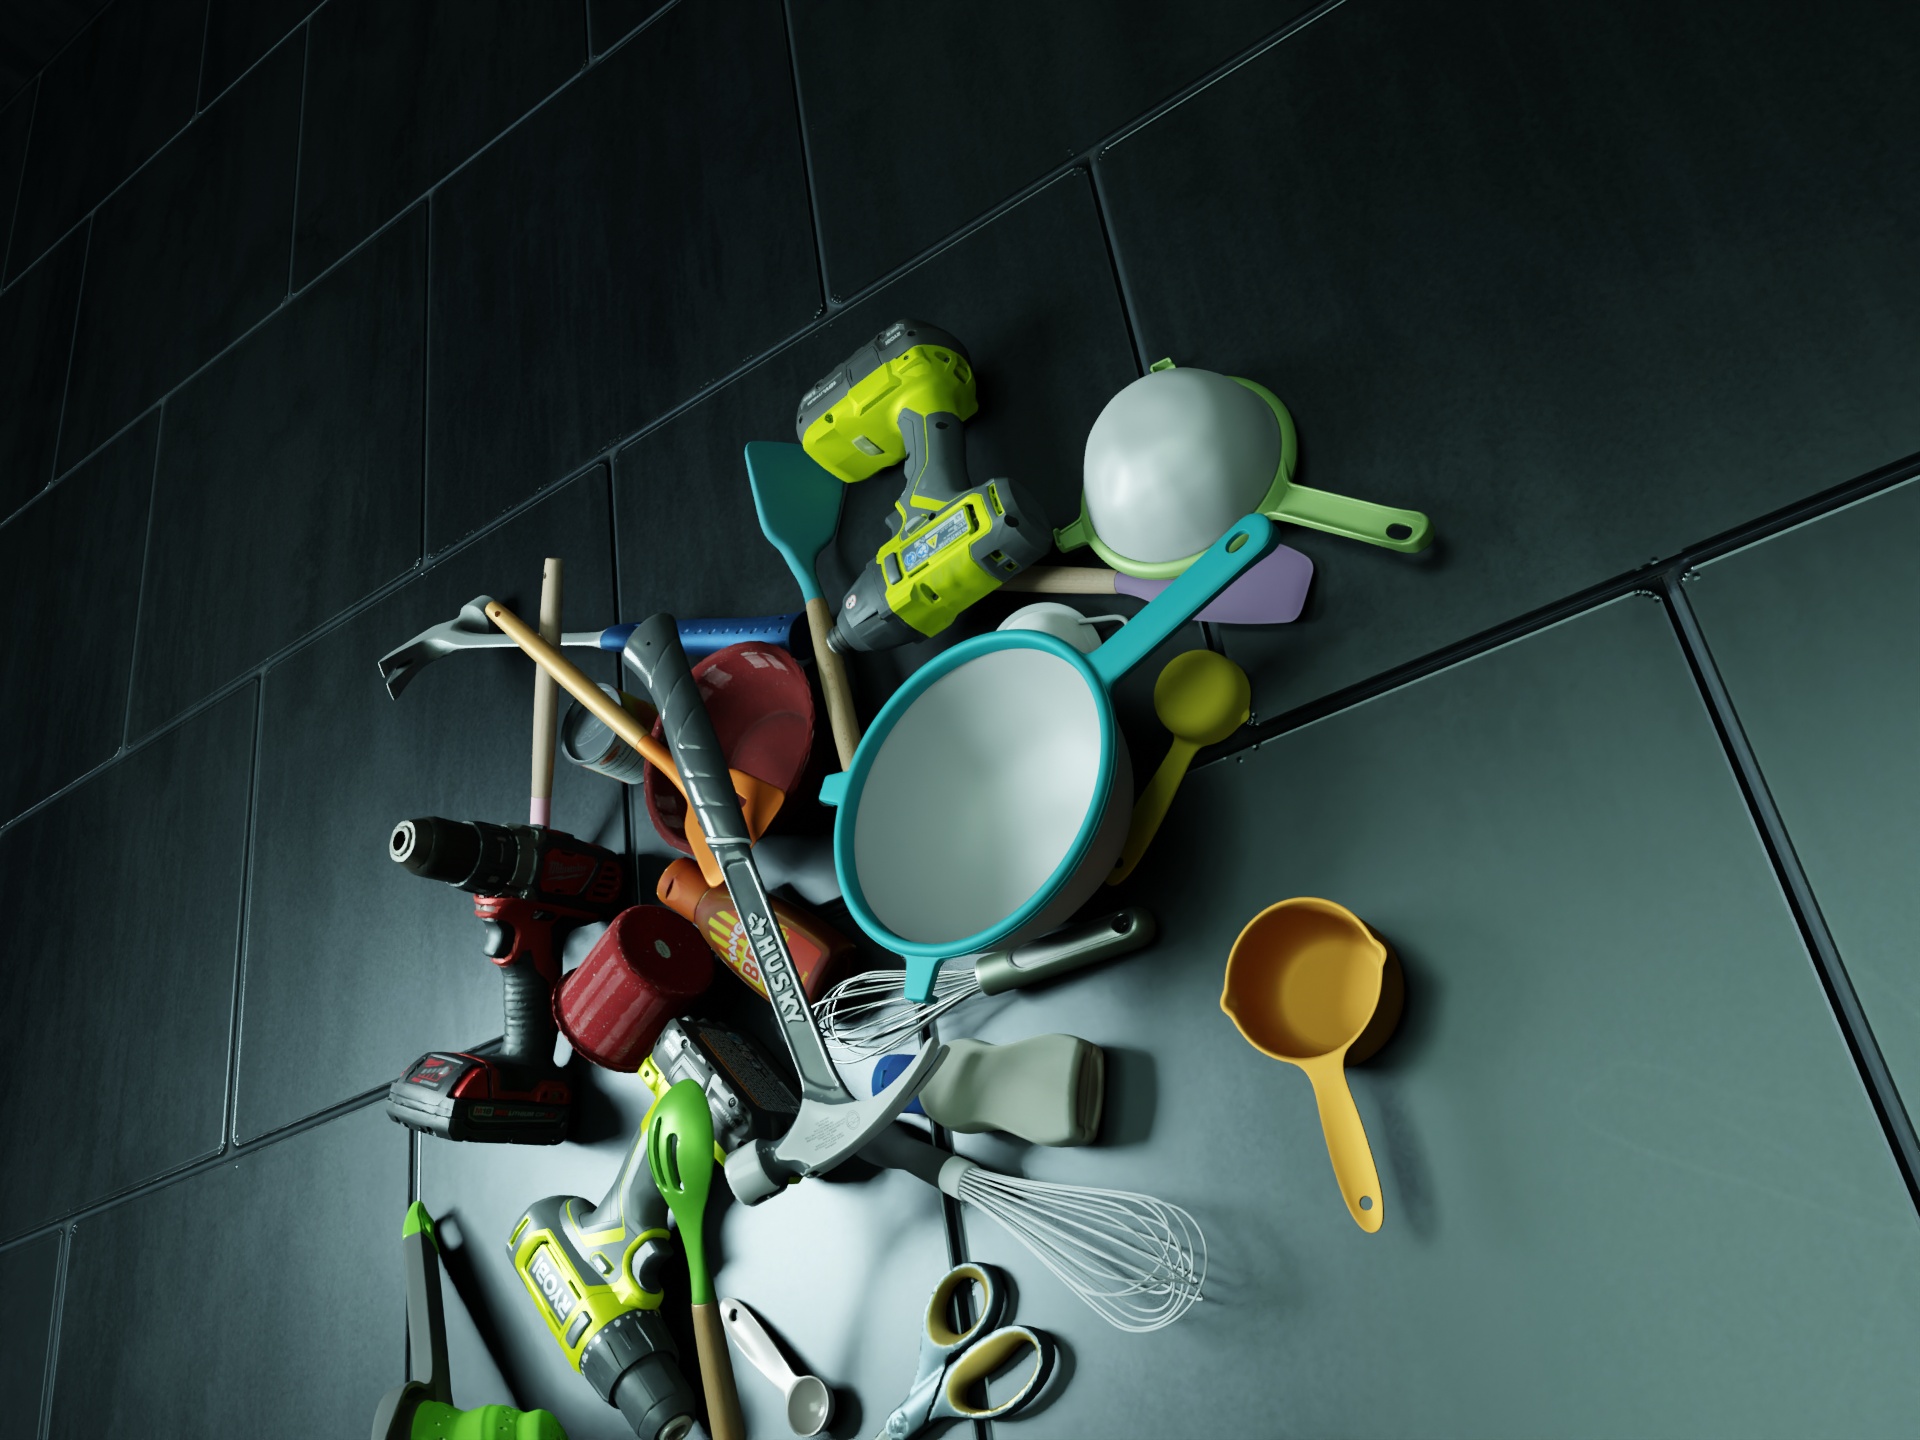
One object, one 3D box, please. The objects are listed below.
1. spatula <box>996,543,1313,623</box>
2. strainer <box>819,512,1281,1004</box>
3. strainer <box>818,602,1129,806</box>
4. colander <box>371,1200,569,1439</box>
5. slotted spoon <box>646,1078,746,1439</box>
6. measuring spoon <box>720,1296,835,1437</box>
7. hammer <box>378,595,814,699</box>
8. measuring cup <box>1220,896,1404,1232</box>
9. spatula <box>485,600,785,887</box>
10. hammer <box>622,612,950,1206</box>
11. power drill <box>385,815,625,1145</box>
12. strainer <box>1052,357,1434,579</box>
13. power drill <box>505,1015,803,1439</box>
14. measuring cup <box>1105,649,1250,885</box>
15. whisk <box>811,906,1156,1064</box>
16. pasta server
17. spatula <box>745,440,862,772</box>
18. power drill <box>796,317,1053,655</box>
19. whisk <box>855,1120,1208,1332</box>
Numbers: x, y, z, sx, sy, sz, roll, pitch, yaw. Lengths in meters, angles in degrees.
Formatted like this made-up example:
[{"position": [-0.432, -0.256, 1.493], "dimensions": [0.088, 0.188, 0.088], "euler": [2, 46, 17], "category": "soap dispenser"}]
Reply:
[{"position": [0.084, -0.094, 1.049], "dimensions": [0.316, 0.018, 0.060], "euler": [5, 68, 37], "category": "spatula"}, {"position": [0.075, 0.015, 0.958], "dimensions": [0.340, 0.095, 0.211], "euler": [-43, 44, 13], "category": "strainer"}, {"position": [-0.002, -0.003, 1.063], "dimensions": [0.258, 0.050, 0.087], "euler": [-32, 70, 26], "category": "strainer"}, {"position": [-0.314, 0.463, 1.064], "dimensions": [0.094, 0.204, 0.398], "euler": [-20, 36, -10], "category": "colander"}, {"position": [-0.148, 0.374, 0.953], "dimensions": [0.070, 0.031, 0.314], "euler": [-14, 86, 50], "category": "slotted spoon"}, {"position": [-0.115, 0.402, 0.998], "dimensions": [0.124, 0.018, 0.034], "euler": [29, 89, 47], "category": "measuring spoon"}, {"position": [-0.291, -0.062, 1.268], "dimensions": [0.405, 0.035, 0.144], "euler": [1, 28, 31], "category": "hammer"}, {"position": [0.199, 0.180, 0.831], "dimensions": [0.095, 0.052, 0.174], "euler": [-25, 60, 26], "category": "measuring cup"}, {"position": [-0.246, 0.000, 1.139], "dimensions": [0.323, 0.041, 0.081], "euler": [37, 89, 25], "category": "spatula"}, {"position": [-0.140, 0.092, 1.027], "dimensions": [0.149, 0.036, 0.409], "euler": [-29, 61, 6], "category": "hammer"}, {"position": [-0.342, 0.182, 1.144], "dimensions": [0.080, 0.187, 0.227], "euler": [2, 77, 38], "category": "power drill"}, {"position": [0.166, -0.153, 0.967], "dimensions": [0.257, 0.069, 0.151], "euler": [24, 80, 43], "category": "strainer"}, {"position": [-0.190, 0.330, 1.040], "dimensions": [0.191, 0.080, 0.228], "euler": [39, 99, 39], "category": "power drill"}, {"position": [0.121, 0.028, 0.963], "dimensions": [0.062, 0.029, 0.156], "euler": [26, 87, 40], "category": "measuring cup"}, {"position": [0.008, 0.160, 0.983], "dimensions": [0.246, 0.059, 0.058], "euler": [-22, 47, 22], "category": "whisk"}, {"position": [-0.329, 0.032, 1.227], "dimensions": [0.060, 0.040, 0.316], "euler": [17, 104, 51], "category": "pasta server"}, {"position": [-0.096, -0.071, 1.136], "dimensions": [0.044, 0.082, 0.318], "euler": [-57, 39, 44], "category": "spatula"}, {"position": [-0.039, -0.159, 1.114], "dimensions": [0.171, 0.080, 0.223], "euler": [-33, 50, 22], "category": "power drill"}, {"position": [0.022, 0.277, 0.920], "dimensions": [0.285, 0.070, 0.070], "euler": [10, 78, 44], "category": "whisk"}]
